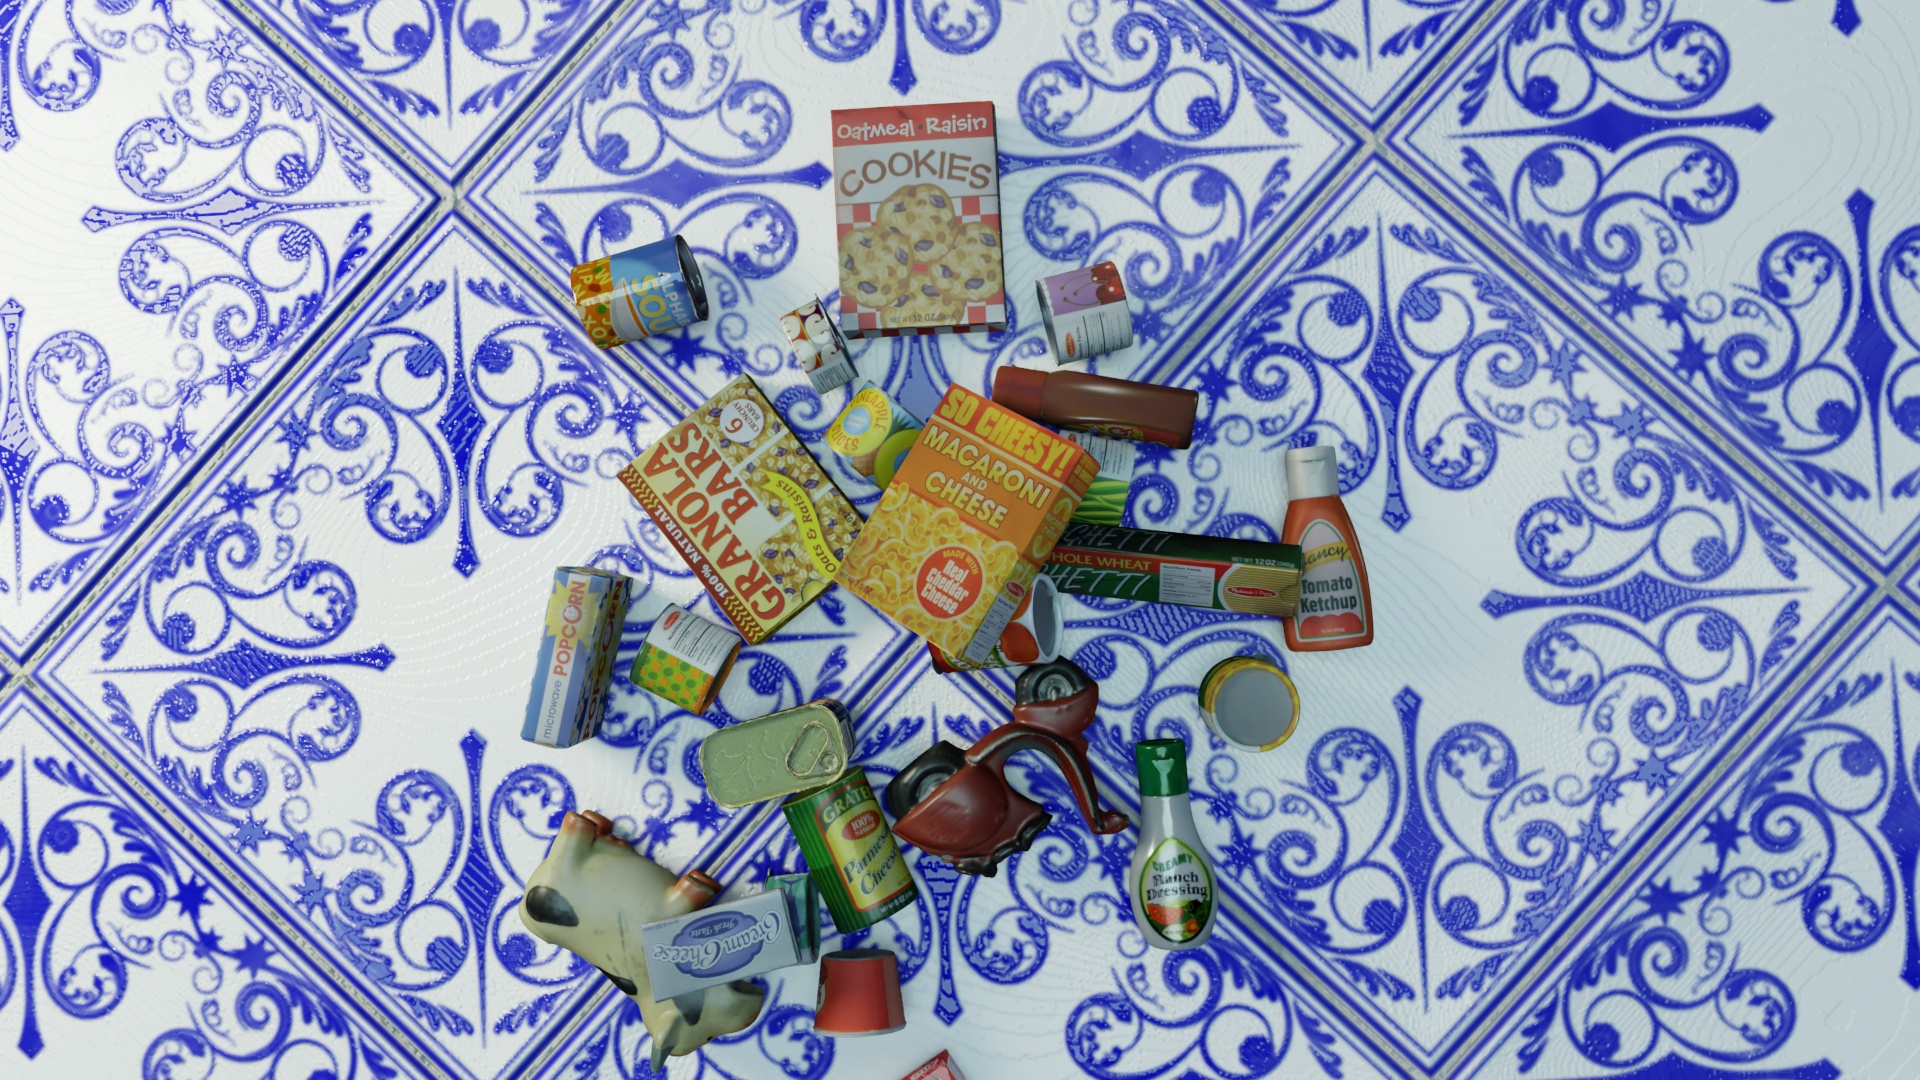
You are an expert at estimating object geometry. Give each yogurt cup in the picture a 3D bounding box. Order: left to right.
[{"bbox_3d":[-0.074,0.329,1.014,0.072,0.072,0.054,-3,81,2],"label":"yogurt cup"}]

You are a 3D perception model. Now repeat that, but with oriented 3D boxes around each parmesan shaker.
[{"bbox_3d":[-0.078,0.225,1.017,0.071,0.071,0.103,-25,88,2],"label":"parmesan shaker"}]

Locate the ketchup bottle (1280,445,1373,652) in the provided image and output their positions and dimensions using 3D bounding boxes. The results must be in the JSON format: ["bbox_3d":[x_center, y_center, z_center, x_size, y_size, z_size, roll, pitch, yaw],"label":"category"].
[{"bbox_3d":[0.264,0.006,1.020,0.065,0.043,0.149,-6,87,8],"label":"ketchup bottle"}]

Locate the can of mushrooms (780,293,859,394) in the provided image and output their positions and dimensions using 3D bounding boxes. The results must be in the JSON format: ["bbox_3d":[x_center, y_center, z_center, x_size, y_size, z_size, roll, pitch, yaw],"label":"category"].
[{"bbox_3d":[-0.105,-0.145,1.029,0.033,0.071,0.071,-27,88,3],"label":"can of mushrooms"}]

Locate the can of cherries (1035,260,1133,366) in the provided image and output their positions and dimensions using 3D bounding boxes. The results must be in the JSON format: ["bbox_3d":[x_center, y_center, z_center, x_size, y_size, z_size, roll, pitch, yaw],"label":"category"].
[{"bbox_3d":[0.091,-0.169,1.022,0.058,0.071,0.071,-15,88,2],"label":"can of cherries"}]

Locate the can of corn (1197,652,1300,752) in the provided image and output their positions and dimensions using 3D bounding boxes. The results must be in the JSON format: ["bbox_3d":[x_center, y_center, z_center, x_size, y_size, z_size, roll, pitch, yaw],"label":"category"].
[{"bbox_3d":[0.211,0.116,1.011,0.071,0.058,0.071,0,89,2],"label":"can of corn"}]

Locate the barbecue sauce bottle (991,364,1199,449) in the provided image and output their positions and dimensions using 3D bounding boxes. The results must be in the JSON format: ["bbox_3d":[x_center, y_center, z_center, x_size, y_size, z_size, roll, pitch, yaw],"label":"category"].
[{"bbox_3d":[0.099,-0.100,1.021,0.148,0.065,0.043,10,87,8],"label":"barbecue sauce bottle"}]

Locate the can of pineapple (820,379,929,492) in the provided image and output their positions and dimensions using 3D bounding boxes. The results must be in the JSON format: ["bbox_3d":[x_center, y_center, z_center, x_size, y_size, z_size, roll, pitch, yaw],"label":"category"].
[{"bbox_3d":[-0.061,-0.077,1.023,0.071,0.071,0.058,39,90,3],"label":"can of pineapple"}]

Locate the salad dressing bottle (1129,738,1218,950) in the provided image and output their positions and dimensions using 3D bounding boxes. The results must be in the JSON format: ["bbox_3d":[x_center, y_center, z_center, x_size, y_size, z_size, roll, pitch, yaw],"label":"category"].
[{"bbox_3d":[0.152,0.221,1.017,0.064,0.044,0.147,-5,88,1],"label":"salad dressing bottle"}]

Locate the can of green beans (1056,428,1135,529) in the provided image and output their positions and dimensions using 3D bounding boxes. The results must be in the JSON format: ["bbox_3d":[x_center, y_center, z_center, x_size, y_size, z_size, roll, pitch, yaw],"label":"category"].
[{"bbox_3d":[0.093,-0.044,1.017,0.058,0.071,0.071,12,89,2],"label":"can of green beans"}]

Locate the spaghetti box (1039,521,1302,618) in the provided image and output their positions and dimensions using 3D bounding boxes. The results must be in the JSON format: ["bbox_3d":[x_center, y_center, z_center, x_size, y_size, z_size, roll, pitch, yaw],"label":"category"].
[{"bbox_3d":[0.118,0.017,1.002,0.250,0.050,0.029,6,45,12],"label":"spaghetti box"}]

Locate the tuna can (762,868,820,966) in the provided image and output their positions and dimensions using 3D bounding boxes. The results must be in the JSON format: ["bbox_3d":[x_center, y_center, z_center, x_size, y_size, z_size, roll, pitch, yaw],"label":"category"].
[{"bbox_3d":[-0.123,0.275,1.016,0.033,0.071,0.071,-6,88,2],"label":"tuna can"}]

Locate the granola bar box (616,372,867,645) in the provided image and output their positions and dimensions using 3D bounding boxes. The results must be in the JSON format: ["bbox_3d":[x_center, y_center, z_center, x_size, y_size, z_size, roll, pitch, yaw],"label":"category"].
[{"bbox_3d":[-0.157,-0.023,1.040,0.124,0.039,0.165,-39,87,1],"label":"granola bar box"}]

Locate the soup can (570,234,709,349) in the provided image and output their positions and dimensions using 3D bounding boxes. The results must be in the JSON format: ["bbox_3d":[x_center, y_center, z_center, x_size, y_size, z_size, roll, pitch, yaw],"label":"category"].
[{"bbox_3d":[-0.238,-0.182,1.033,0.084,0.071,0.071,-16,88,2],"label":"soup can"}]

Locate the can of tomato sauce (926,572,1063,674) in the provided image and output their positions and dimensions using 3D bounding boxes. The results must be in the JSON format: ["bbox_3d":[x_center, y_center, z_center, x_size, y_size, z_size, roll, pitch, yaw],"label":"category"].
[{"bbox_3d":[0.024,0.061,1.002,0.083,0.071,0.071,-8,88,24],"label":"can of tomato sauce"}]

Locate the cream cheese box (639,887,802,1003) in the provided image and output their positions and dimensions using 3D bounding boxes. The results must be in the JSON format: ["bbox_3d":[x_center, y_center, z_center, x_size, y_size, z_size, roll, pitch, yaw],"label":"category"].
[{"bbox_3d":[-0.167,0.280,0.965,0.104,0.024,0.053,-14,81,-5],"label":"cream cheese box"}]

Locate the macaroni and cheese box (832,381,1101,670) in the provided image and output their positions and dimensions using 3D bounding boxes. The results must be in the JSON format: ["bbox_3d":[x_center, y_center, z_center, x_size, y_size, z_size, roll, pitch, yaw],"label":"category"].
[{"bbox_3d":[0.003,-0.012,0.976,0.124,0.040,0.166,30,88,30],"label":"macaroni and cheese box"}]

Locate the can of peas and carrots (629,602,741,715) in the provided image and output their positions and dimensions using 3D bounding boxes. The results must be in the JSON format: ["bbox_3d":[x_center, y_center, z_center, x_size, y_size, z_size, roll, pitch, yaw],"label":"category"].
[{"bbox_3d":[-0.203,0.089,1.026,0.059,0.071,0.071,27,90,2],"label":"can of peas and carrots"}]

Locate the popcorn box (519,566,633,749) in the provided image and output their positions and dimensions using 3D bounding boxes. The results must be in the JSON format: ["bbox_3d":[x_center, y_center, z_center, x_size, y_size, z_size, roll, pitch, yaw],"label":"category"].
[{"bbox_3d":[-0.280,0.084,1.018,0.038,0.085,0.126,11,88,2],"label":"popcorn box"}]

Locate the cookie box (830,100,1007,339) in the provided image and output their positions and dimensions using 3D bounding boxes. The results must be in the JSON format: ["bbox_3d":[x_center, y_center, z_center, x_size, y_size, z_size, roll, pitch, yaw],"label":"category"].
[{"bbox_3d":[-0.031,-0.239,1.041,0.123,0.040,0.167,-3,88,2],"label":"cookie box"}]
